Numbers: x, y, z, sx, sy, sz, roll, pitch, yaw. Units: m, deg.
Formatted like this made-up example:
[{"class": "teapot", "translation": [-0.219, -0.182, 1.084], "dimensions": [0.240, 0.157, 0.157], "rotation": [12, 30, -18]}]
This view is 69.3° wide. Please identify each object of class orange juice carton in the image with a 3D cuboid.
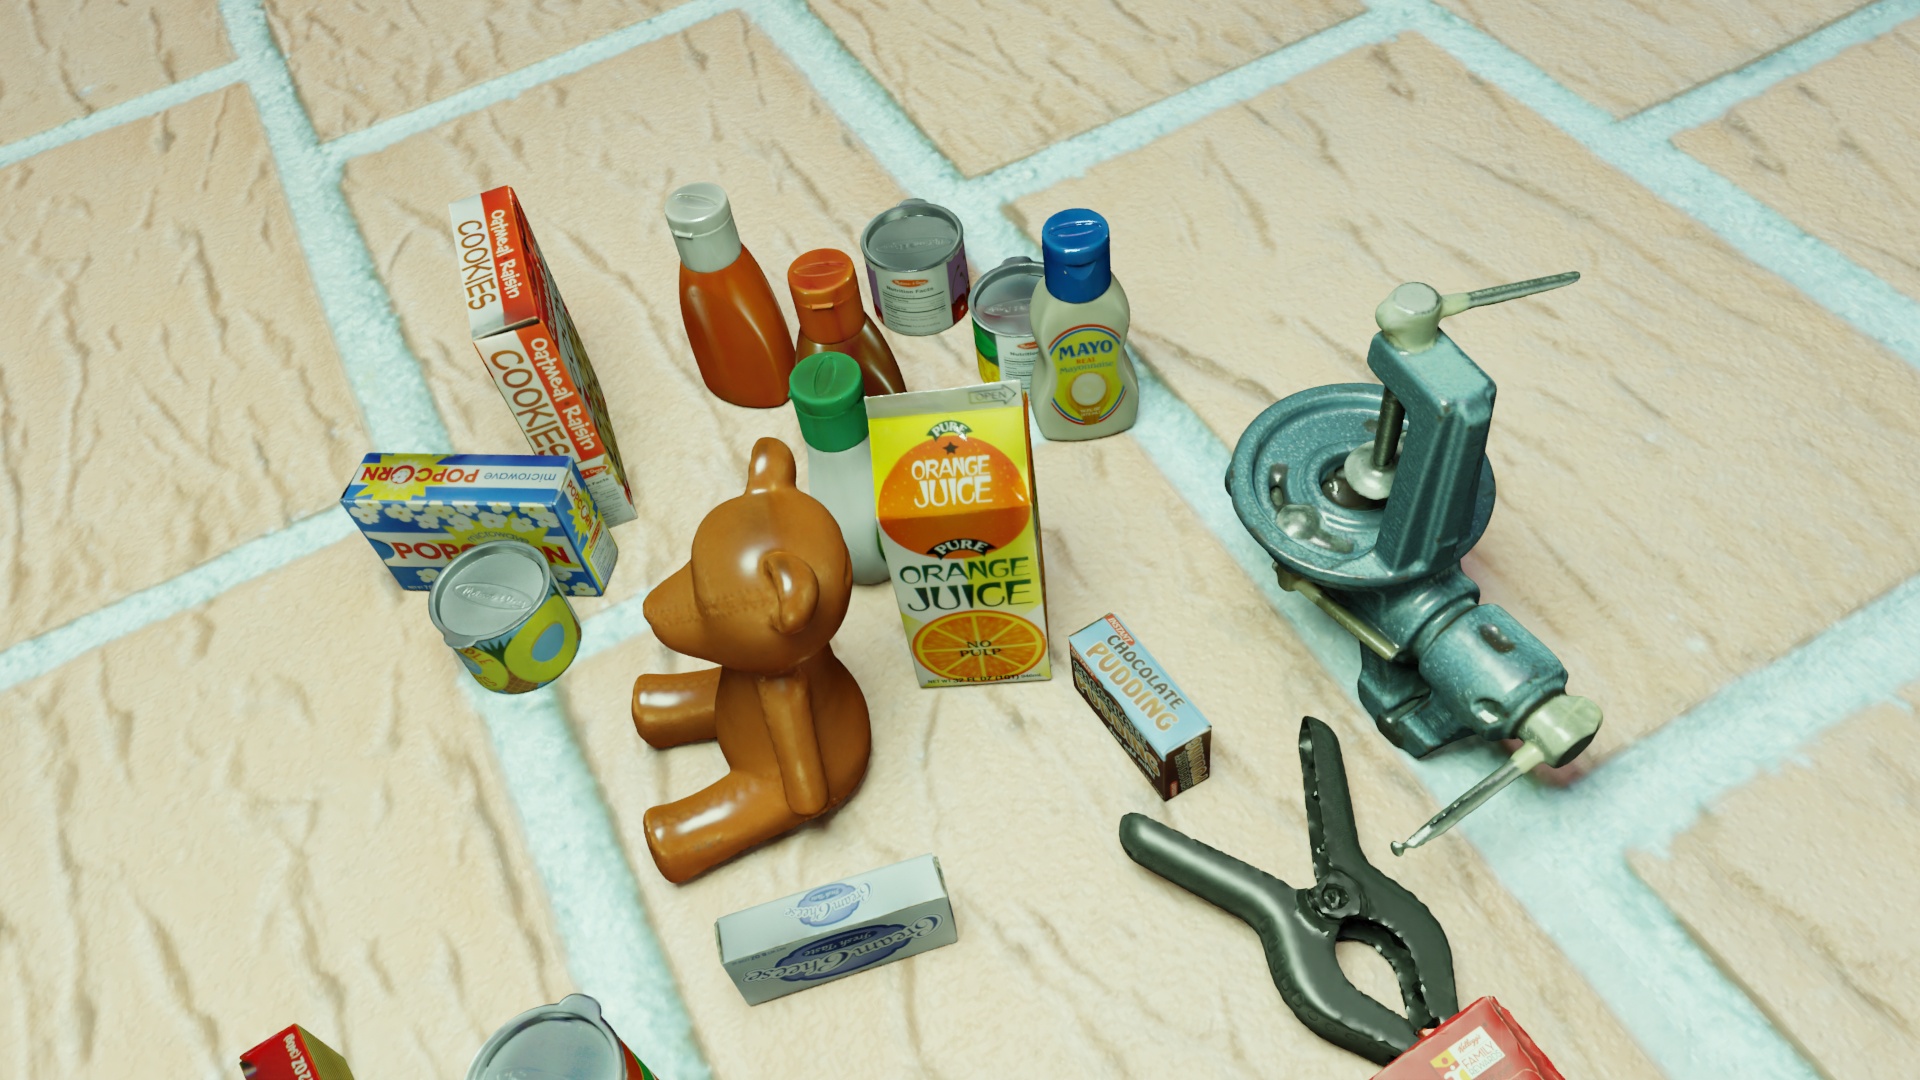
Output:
[{"class": "orange juice carton", "translation": [0.002, -0.009, 0.682], "dimensions": [0.072, 0.191, 0.073], "rotation": [-4, 52, 5]}]

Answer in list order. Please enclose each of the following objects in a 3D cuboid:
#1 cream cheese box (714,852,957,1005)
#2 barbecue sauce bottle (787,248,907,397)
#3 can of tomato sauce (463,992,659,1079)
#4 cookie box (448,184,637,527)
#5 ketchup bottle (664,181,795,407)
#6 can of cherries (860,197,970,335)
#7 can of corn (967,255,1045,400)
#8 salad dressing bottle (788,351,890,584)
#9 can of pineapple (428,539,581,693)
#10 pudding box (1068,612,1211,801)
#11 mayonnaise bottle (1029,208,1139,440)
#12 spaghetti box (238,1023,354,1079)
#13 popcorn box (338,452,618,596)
[{"class": "cream cheese box", "translation": [-0.055, 0.177, 0.633], "dimensions": [0.104, 0.053, 0.024], "rotation": [-16, 52, -5]}, {"class": "barbecue sauce bottle", "translation": [-0.066, -0.098, 0.788], "dimensions": [0.065, 0.147, 0.044], "rotation": [-5, 52, 4]}, {"class": "can of tomato sauce", "translation": [-0.160, 0.238, 0.581], "dimensions": [0.071, 0.082, 0.071], "rotation": [-4, 52, 5]}, {"class": "cookie box", "translation": [-0.239, -0.101, 0.803], "dimensions": [0.040, 0.166, 0.123], "rotation": [-20, 52, -7]}, {"class": "ketchup bottle", "translation": [-0.141, -0.145, 0.835], "dimensions": [0.065, 0.148, 0.044], "rotation": [14, 56, 18]}, {"class": "can of cherries", "translation": [-0.027, -0.178, 0.902], "dimensions": [0.071, 0.058, 0.072], "rotation": [-4, 52, 5]}, {"class": "can of corn", "translation": [0.040, -0.130, 0.857], "dimensions": [0.071, 0.058, 0.071], "rotation": [-4, 52, 5]}, {"class": "salad dressing bottle", "translation": [-0.059, -0.036, 0.740], "dimensions": [0.044, 0.147, 0.064], "rotation": [1, 53, 9]}, {"class": "can of pineapple", "translation": [-0.250, 0.044, 0.761], "dimensions": [0.071, 0.057, 0.071], "rotation": [-4, 52, 5]}, {"class": "pudding box", "translation": [0.089, 0.082, 0.690], "dimensions": [0.030, 0.049, 0.084], "rotation": [-28, 54, -14]}, {"class": "mayonnaise bottle", "translation": [0.068, -0.119, 0.787], "dimensions": [0.065, 0.147, 0.041], "rotation": [-8, 52, 2]}, {"class": "spaghetti box", "translation": [-0.226, 0.305, 0.559], "dimensions": [0.029, 0.050, 0.251], "rotation": [-34, 56, -18]}, {"class": "popcorn box", "translation": [-0.269, -0.008, 0.787], "dimensions": [0.127, 0.084, 0.038], "rotation": [1, 53, 9]}]
